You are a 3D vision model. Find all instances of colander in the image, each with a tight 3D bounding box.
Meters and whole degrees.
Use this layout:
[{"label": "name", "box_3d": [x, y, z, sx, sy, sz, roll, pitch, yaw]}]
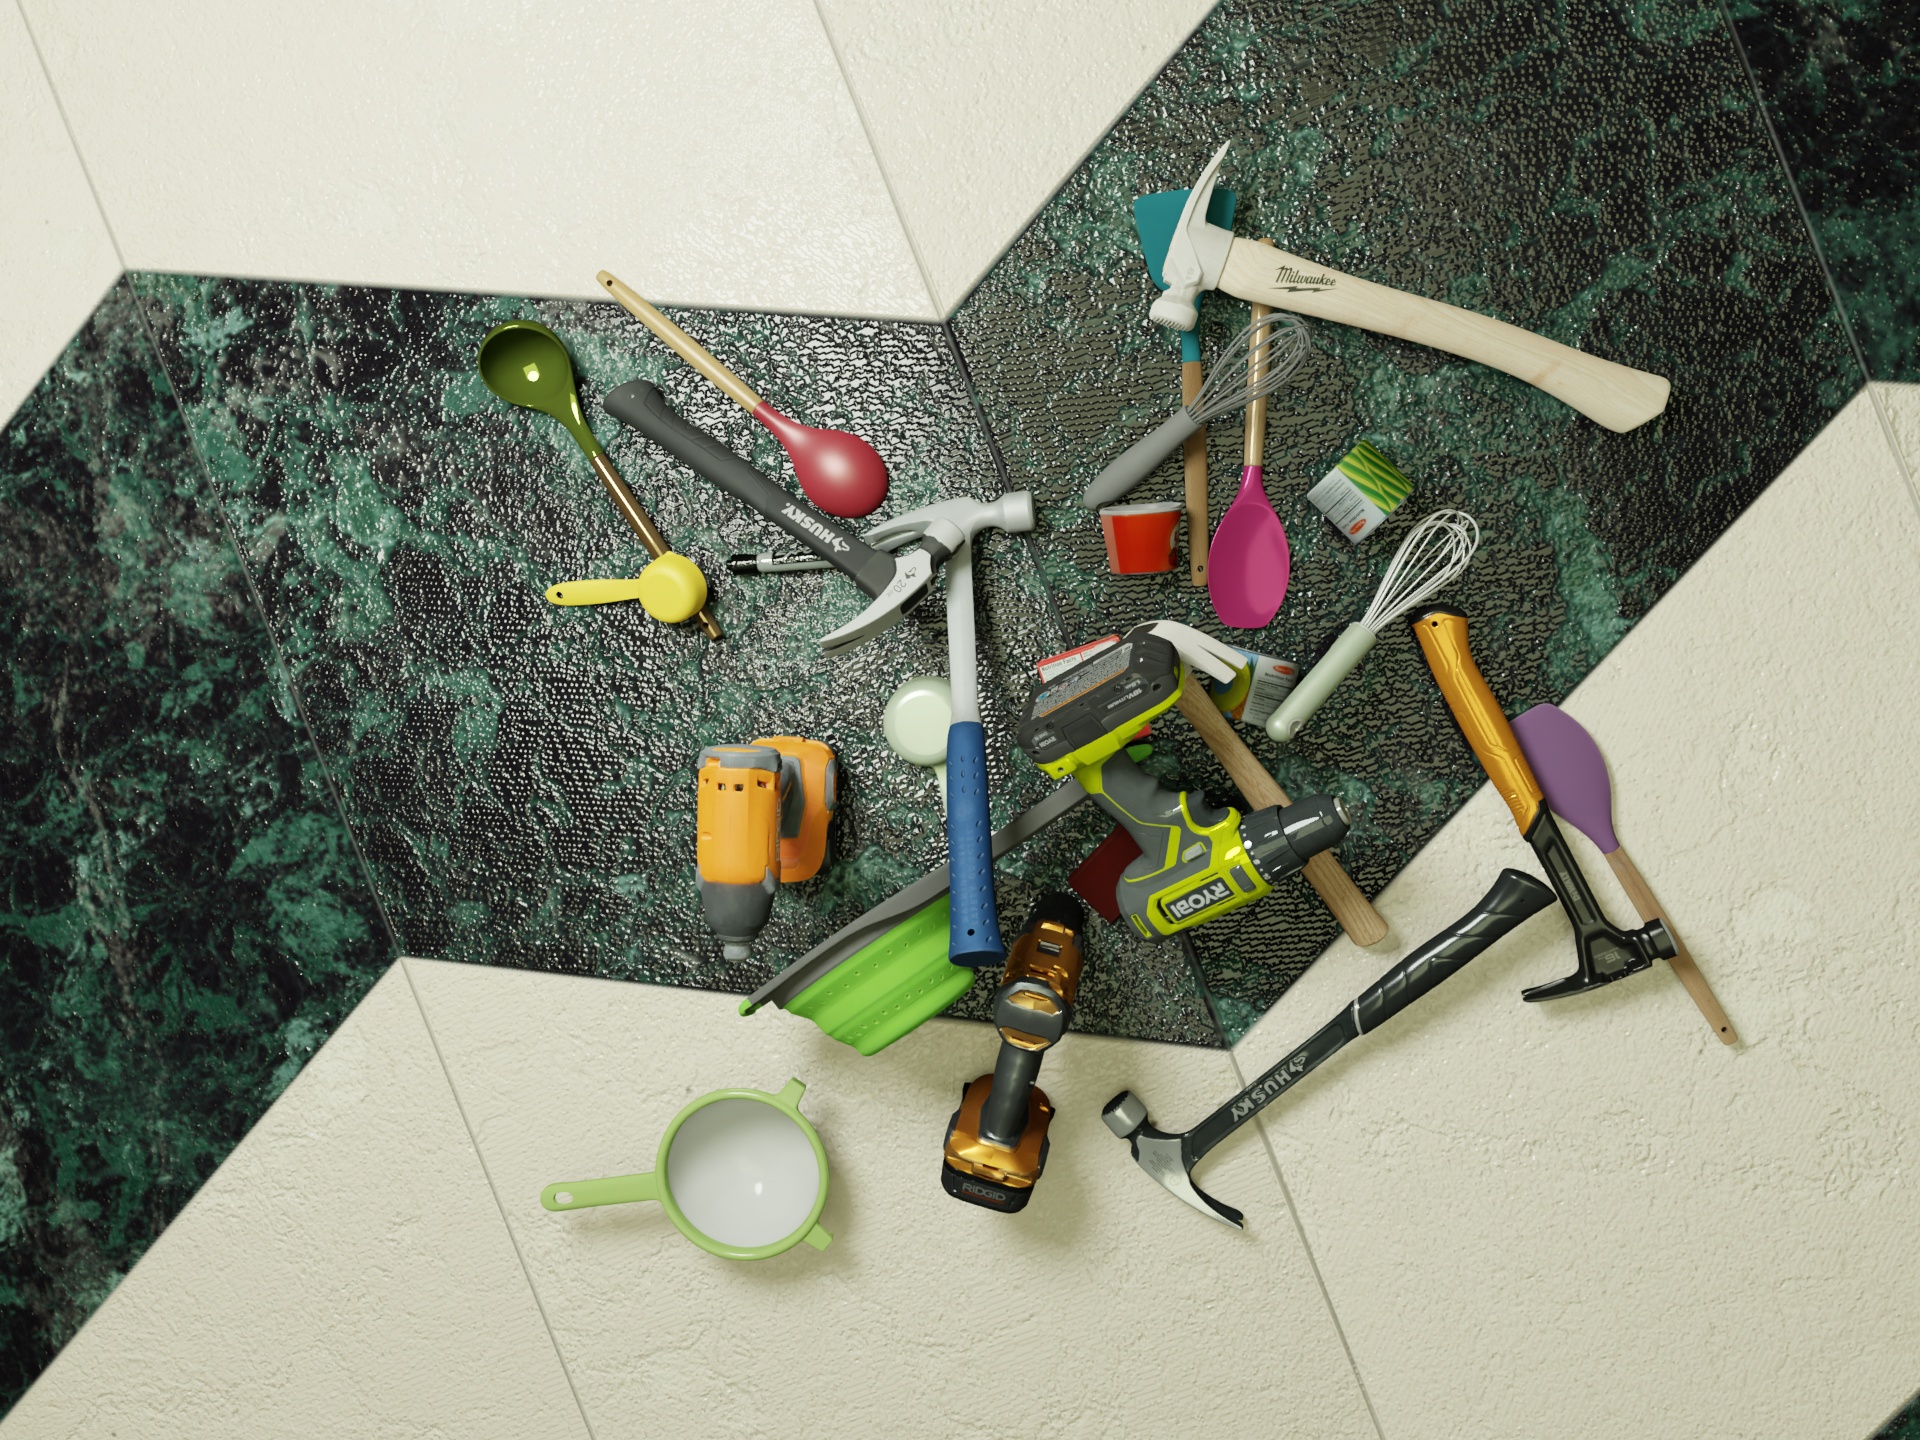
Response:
[{"label": "colander", "box_3d": [0.012, 0.159, 1.288, 0.397, 0.204, 0.094, -33, 83, -8]}]

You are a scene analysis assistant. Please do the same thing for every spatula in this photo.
[{"label": "spatula", "box_3d": [0.548, 0.126, 1.300, 0.060, 0.018, 0.316, -31, 89, 12]}, {"label": "spatula", "box_3d": [0.190, -0.269, 1.306, 0.082, 0.044, 0.317, -3, 94, 3]}]

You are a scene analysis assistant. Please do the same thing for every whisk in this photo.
[{"label": "whisk", "box_3d": [0.329, -0.077, 1.279, 0.246, 0.057, 0.059, -48, 49, -7]}, {"label": "whisk", "box_3d": [0.184, -0.242, 1.271, 0.239, 0.055, 0.055, -38, 88, 33]}]

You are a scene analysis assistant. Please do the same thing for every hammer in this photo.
[{"label": "hammer", "box_3d": [0.366, -0.327, 1.264, 0.410, 0.038, 0.146, 18, 98, -1]}, {"label": "hammer", "box_3d": [0.243, 0.054, 1.283, 0.331, 0.130, 0.031, 51, 59, -12]}, {"label": "hammer", "box_3d": [-0.002, -0.004, 1.253, 0.144, 0.035, 0.406, -7, 61, 8]}, {"label": "hammer", "box_3d": [0.315, 0.261, 1.308, 0.409, 0.036, 0.149, -41, 90, 13]}, {"label": "hammer", "box_3d": [0.448, 0.062, 1.295, 0.127, 0.034, 0.337, -27, 87, 18]}, {"label": "hammer", "box_3d": [-0.169, -0.184, 1.318, 0.335, 0.035, 0.146, 35, 75, 17]}]

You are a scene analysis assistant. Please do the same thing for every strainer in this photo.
[{"label": "strainer", "box_3d": [-0.234, 0.391, 1.383, 0.256, 0.069, 0.151, -9, 95, 8]}]

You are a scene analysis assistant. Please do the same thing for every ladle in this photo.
[{"label": "ladle", "box_3d": [-0.191, -0.285, 1.360, 0.315, 0.031, 0.069, 40, 98, 5]}, {"label": "ladle", "box_3d": [-0.303, -0.202, 1.364, 0.078, 0.062, 0.320, -33, 92, 20]}]

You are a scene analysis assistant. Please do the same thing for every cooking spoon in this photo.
[{"label": "cooking spoon", "box_3d": [0.244, -0.236, 1.315, 0.068, 0.017, 0.319, 2, 94, -2]}]

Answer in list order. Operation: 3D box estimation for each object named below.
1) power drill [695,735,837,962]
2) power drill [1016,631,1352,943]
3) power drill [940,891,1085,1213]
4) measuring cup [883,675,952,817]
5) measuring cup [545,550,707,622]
[{"label": "power drill", "box_3d": [-0.157, 0.095, 1.276, 0.084, 0.226, 0.164, 2, 94, 7]}, {"label": "power drill", "box_3d": [0.169, 0.050, 1.217, 0.190, 0.080, 0.228, -30, 110, 23]}, {"label": "power drill", "box_3d": [0.053, 0.263, 1.310, 0.084, 0.185, 0.226, 15, 114, 6]}, {"label": "measuring cup", "box_3d": [-0.015, 0.045, 1.351, 0.083, 0.038, 0.167, -16, 93, 7]}, {"label": "measuring cup", "box_3d": [-0.294, -0.108, 1.366, 0.156, 0.029, 0.062, -2, 112, 18]}]
